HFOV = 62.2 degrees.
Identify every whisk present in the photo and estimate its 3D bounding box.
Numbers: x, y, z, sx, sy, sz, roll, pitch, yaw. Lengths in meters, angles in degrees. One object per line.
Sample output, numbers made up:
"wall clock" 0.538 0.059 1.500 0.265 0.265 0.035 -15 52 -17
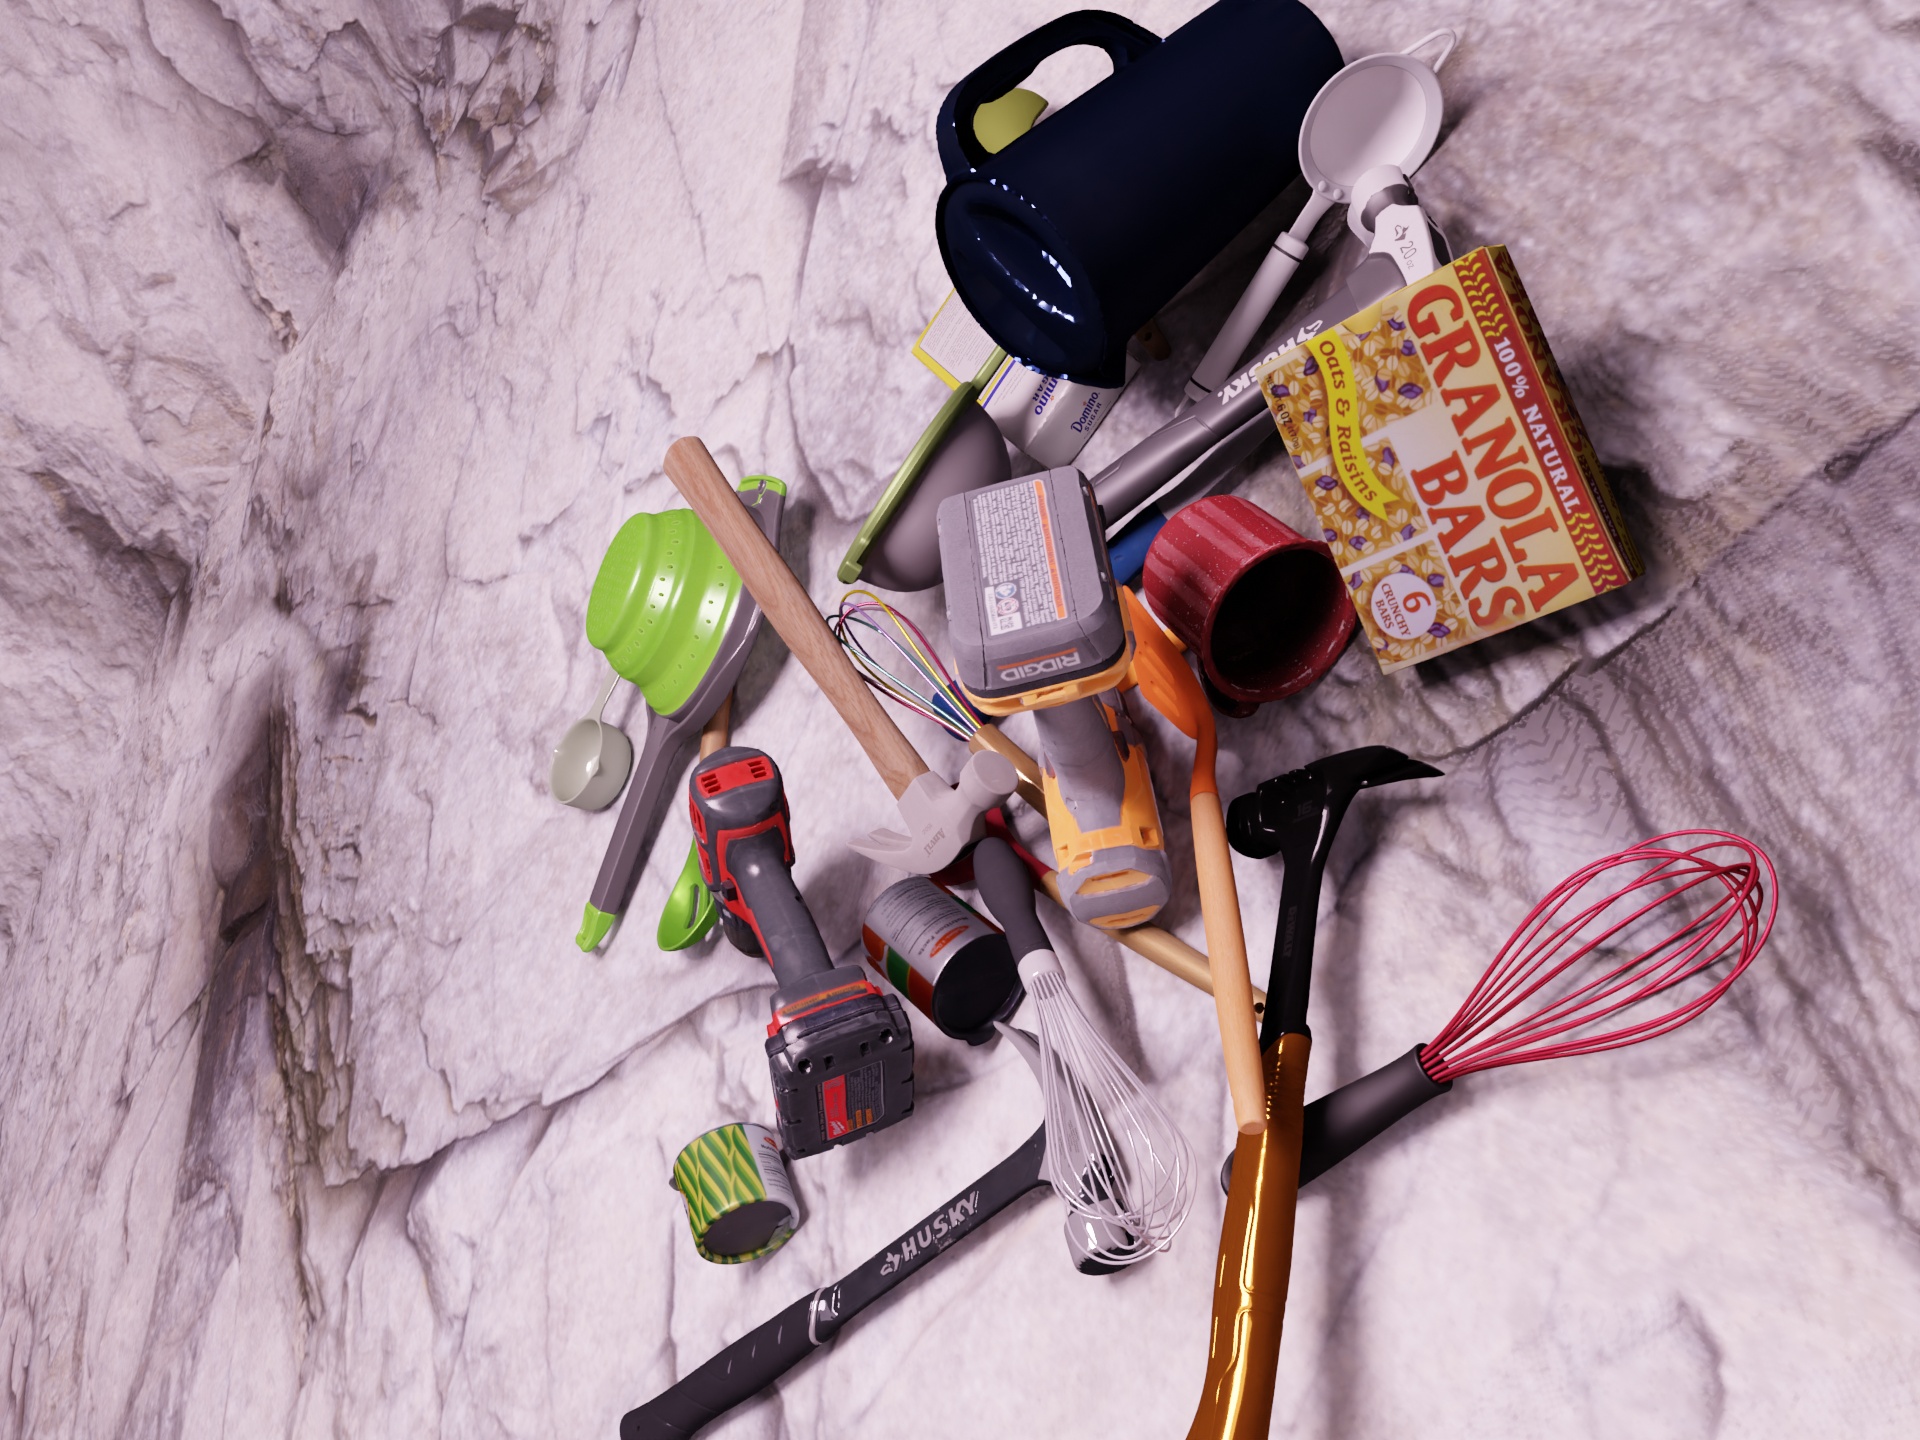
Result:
"whisk" -0.001 -0.005 0.961 0.245 0.051 0.047 42 105 31
"whisk" 0.218 0.139 0.683 0.295 0.073 0.073 -44 43 33
"whisk" 0.052 0.151 0.808 0.070 0.070 0.285 -48 34 19

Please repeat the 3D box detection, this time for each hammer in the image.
"hammer" 0.130 -0.125 0.930 0.405 0.035 0.144 -44 44 23
"hammer" -0.068 0.327 0.912 0.409 0.036 0.149 -42 43 25
"hammer" -0.091 -0.046 0.980 0.331 0.031 0.130 54 135 19
"hammer" 0.144 0.172 0.705 0.127 0.034 0.337 -32 39 57
"hammer" 0.129 -0.155 0.892 0.334 0.035 0.146 -35 47 31

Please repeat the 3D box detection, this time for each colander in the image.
"colander" -0.255 -0.018 1.227 0.205 0.094 0.397 19 89 63

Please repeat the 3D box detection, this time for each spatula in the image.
"spatula" 0.115 0.060 0.787 0.041 0.080 0.323 -8 44 8

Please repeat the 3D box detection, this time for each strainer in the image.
"strainer" 0.194 -0.283 0.922 0.258 0.086 0.050 -58 34 24
"strainer" 0.020 -0.177 1.000 0.256 0.069 0.151 -54 3 6

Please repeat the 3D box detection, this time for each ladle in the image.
"ladle" 0.078 -0.345 1.109 0.078 0.062 0.321 -43 51 21
"ladle" 0.066 0.102 0.891 0.316 0.031 0.069 26 92 49

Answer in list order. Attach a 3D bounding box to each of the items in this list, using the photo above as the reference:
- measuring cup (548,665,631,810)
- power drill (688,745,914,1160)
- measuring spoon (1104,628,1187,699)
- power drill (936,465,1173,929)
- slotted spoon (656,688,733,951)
"measuring cup" -0.288 -0.003 1.325 0.083 0.038 0.167 15 80 50
"power drill" -0.106 0.149 0.974 0.187 0.080 0.227 92 155 -50
"measuring spoon" 0.096 -0.029 0.936 0.117 0.011 0.021 -36 47 30
"power drill" 0.053 -0.025 0.820 0.084 0.226 0.186 -14 48 8
"slotted spoon" -0.187 0.029 1.206 0.070 0.031 0.314 -24 52 41
